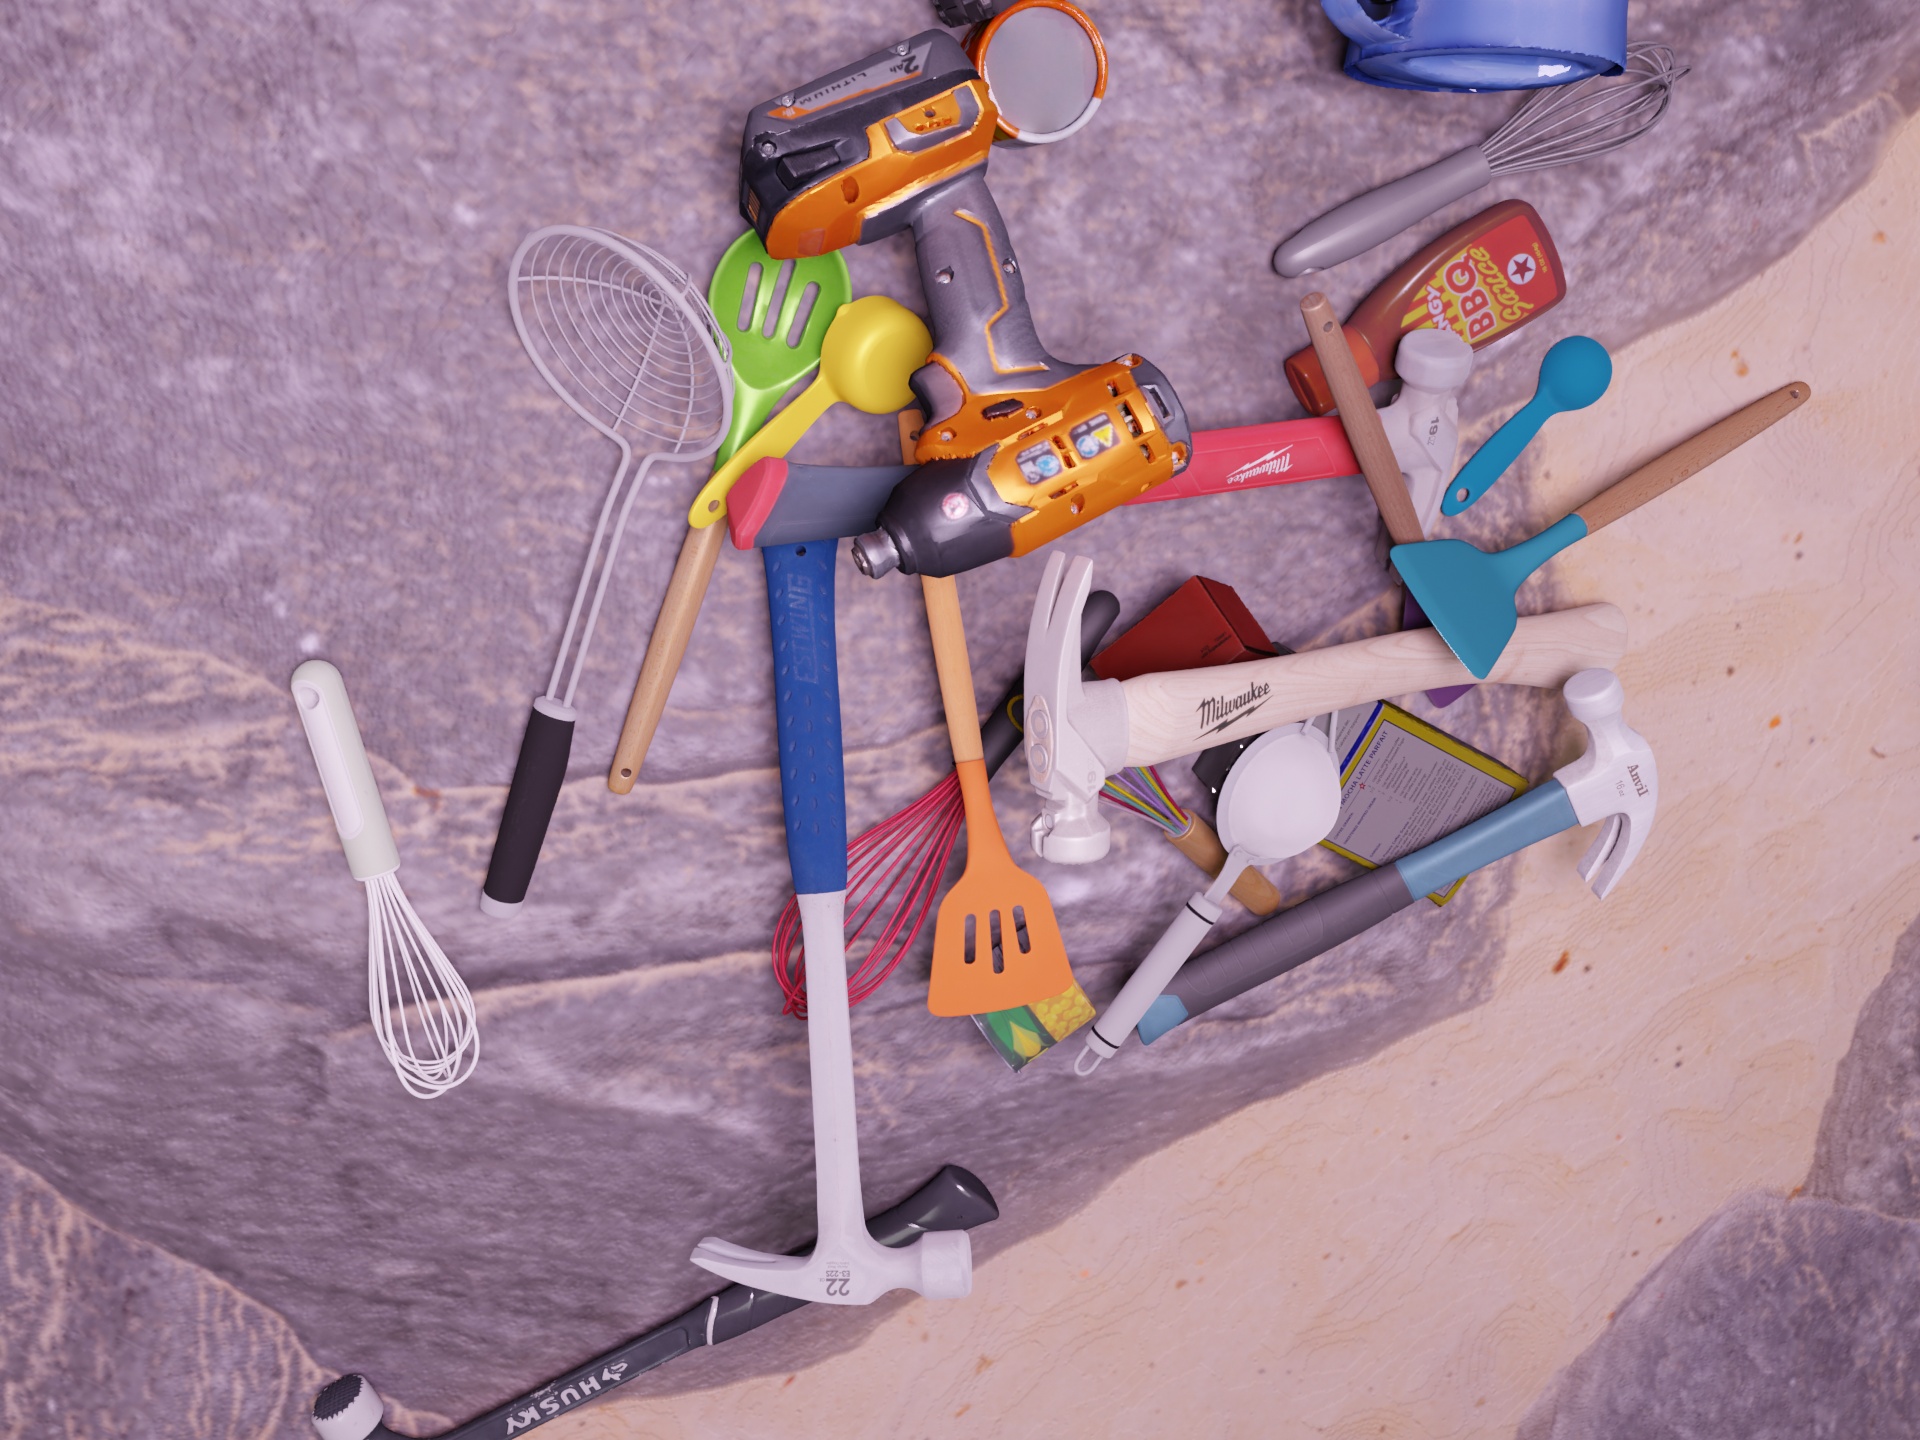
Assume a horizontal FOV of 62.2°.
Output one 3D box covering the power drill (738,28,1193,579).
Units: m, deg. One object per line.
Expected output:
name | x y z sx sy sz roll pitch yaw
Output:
power drill | -0.015 -0.179 0.729 0.164 0.084 0.226 -29 89 -12

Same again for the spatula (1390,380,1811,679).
spatula | 0.367 -0.122 0.880 0.317 0.044 0.082 -30 81 -17

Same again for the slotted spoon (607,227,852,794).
slotted spoon | -0.131 -0.104 0.823 0.070 0.031 0.313 17 105 -16

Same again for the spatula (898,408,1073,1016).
spatula | -0.001 -0.003 0.842 0.081 0.041 0.322 -10 90 -8

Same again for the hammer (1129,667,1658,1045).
hammer | 0.243 0.098 0.918 0.331 0.033 0.128 -28 115 9

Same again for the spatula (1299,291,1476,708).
spatula | 0.236 -0.109 0.847 0.060 0.018 0.315 -39 134 2

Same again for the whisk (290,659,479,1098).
whisk | -0.305 0.086 0.836 0.058 0.059 0.246 -7 106 19

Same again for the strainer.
strainer | 0.143 0.100 0.887 0.086 0.050 0.258 29 101 -36

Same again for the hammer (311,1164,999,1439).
hammer | -0.166 0.376 0.961 0.409 0.036 0.149 -25 112 -4

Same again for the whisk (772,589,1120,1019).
whisk | -0.008 0.046 0.881 0.073 0.073 0.296 38 91 -20

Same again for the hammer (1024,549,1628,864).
hammer | 0.210 -0.034 0.839 0.410 0.038 0.146 -10 108 -30

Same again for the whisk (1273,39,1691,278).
whisk | 0.274 -0.293 0.840 0.239 0.055 0.055 -27 111 1

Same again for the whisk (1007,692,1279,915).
whisk | 0.108 0.047 0.892 0.047 0.051 0.244 -32 130 23

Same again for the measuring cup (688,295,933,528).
measuring cup | -0.073 -0.147 0.795 0.156 0.029 0.062 -46 140 -9

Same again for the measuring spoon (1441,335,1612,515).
measuring spoon | 0.323 -0.164 0.902 0.042 0.021 0.128 41 94 -20

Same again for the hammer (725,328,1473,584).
hammer | 0.074 -0.114 0.822 0.386 0.038 0.143 -9 131 -13

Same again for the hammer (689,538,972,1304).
hammer | -0.078 0.100 0.829 0.144 0.035 0.405 -4 90 2

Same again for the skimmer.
skimmer | -0.202 -0.058 0.788 0.127 0.090 0.363 24 106 16

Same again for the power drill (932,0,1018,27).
power drill | -0.019 -0.420 0.673 0.080 0.171 0.223 -34 114 0
